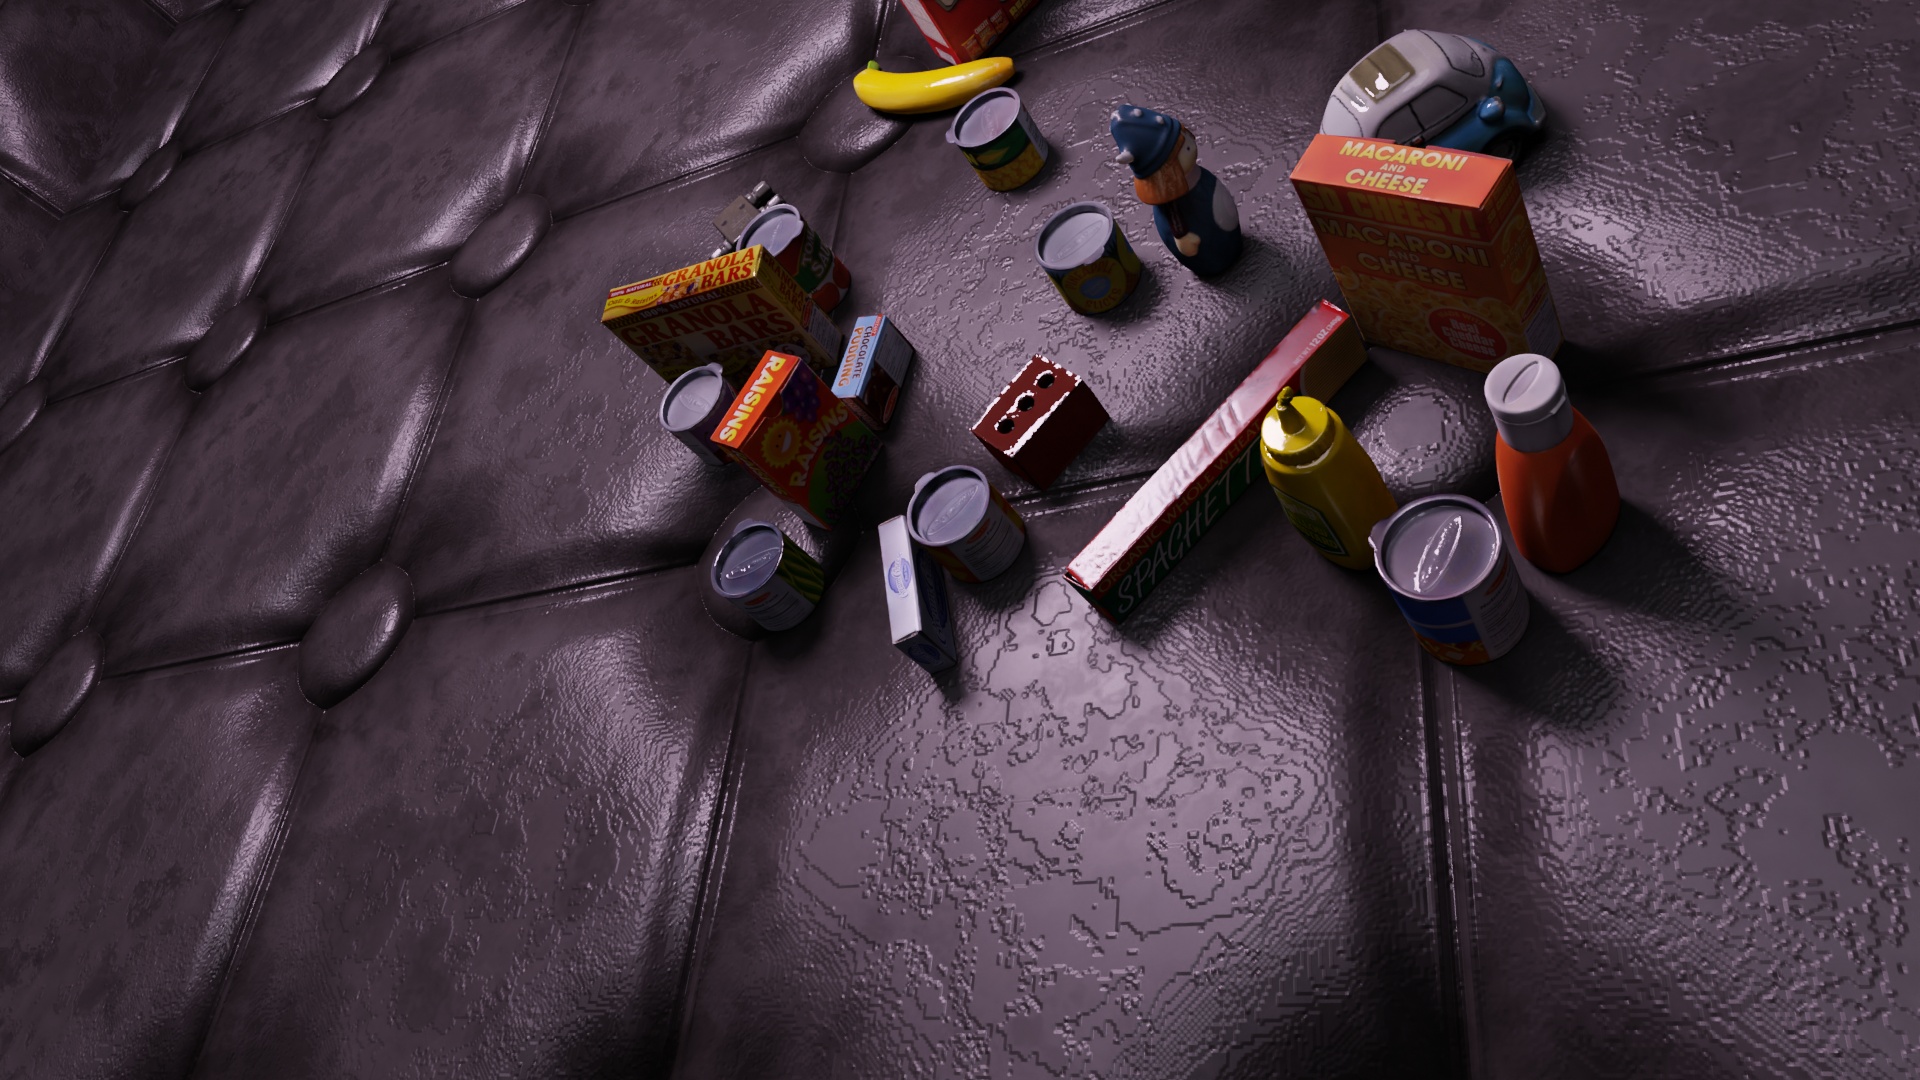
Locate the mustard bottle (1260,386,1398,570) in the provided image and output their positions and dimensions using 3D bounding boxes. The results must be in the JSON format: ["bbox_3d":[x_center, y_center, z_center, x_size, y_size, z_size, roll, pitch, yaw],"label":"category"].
[{"bbox_3d":[0.206,-0.041,0.803,0.049,0.160,0.065,-50,47,-5],"label":"mustard bottle"}]

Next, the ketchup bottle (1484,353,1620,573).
[{"bbox_3d":[0.315,-0.042,0.742,0.065,0.148,0.043,-51,47,-6],"label":"ketchup bottle"}]

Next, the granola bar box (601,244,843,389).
[{"bbox_3d":[-0.203,-0.183,1.191,0.165,0.124,0.039,-10,56,28],"label":"granola bar box"}]

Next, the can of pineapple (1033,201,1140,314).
[{"bbox_3d":[0.098,-0.214,1.062,0.071,0.057,0.071,-17,52,23],"label":"can of pineapple"}]

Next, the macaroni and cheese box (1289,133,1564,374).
[{"bbox_3d":[0.283,-0.169,0.836,0.124,0.166,0.040,24,76,41],"label":"macaroni and cheese box"}]

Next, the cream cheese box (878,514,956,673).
[{"bbox_3d":[-0.031,0.038,0.977,0.024,0.053,0.104,-24,50,18],"label":"cream cheese box"}]

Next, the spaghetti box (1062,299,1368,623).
[{"bbox_3d":[0.169,-0.050,0.909,0.250,0.050,0.029,-46,47,-3],"label":"spaghetti box"}]

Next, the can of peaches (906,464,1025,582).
[{"bbox_3d":[0.004,-0.012,0.986,0.071,0.058,0.071,-17,52,23],"label":"can of peaches"}]

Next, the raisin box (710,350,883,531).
[{"bbox_3d":[-0.123,-0.075,1.066,0.040,0.123,0.086,20,72,40],"label":"raisin box"}]

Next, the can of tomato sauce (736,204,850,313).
[{"bbox_3d":[-0.144,-0.244,1.222,0.071,0.083,0.071,-17,52,23],"label":"can of tomato sauce"}]

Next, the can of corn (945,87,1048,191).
[{"bbox_3d":[0.032,-0.342,1.191,0.071,0.058,0.071,-17,52,23],"label":"can of corn"}]

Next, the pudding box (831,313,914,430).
[{"bbox_3d":[-0.071,-0.136,1.124,0.030,0.049,0.084,-1,60,33],"label":"pudding box"}]

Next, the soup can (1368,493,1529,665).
[{"bbox_3d":[0.271,0.022,0.770,0.071,0.083,0.072,-17,52,23],"label":"soup can"}]

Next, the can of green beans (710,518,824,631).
[{"bbox_3d":[-0.146,0.028,1.056,0.071,0.057,0.071,-17,52,23],"label":"can of green beans"}]

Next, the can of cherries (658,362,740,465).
[{"bbox_3d":[-0.212,-0.108,1.191,0.071,0.058,0.072,-17,52,23],"label":"can of cherries"}]
